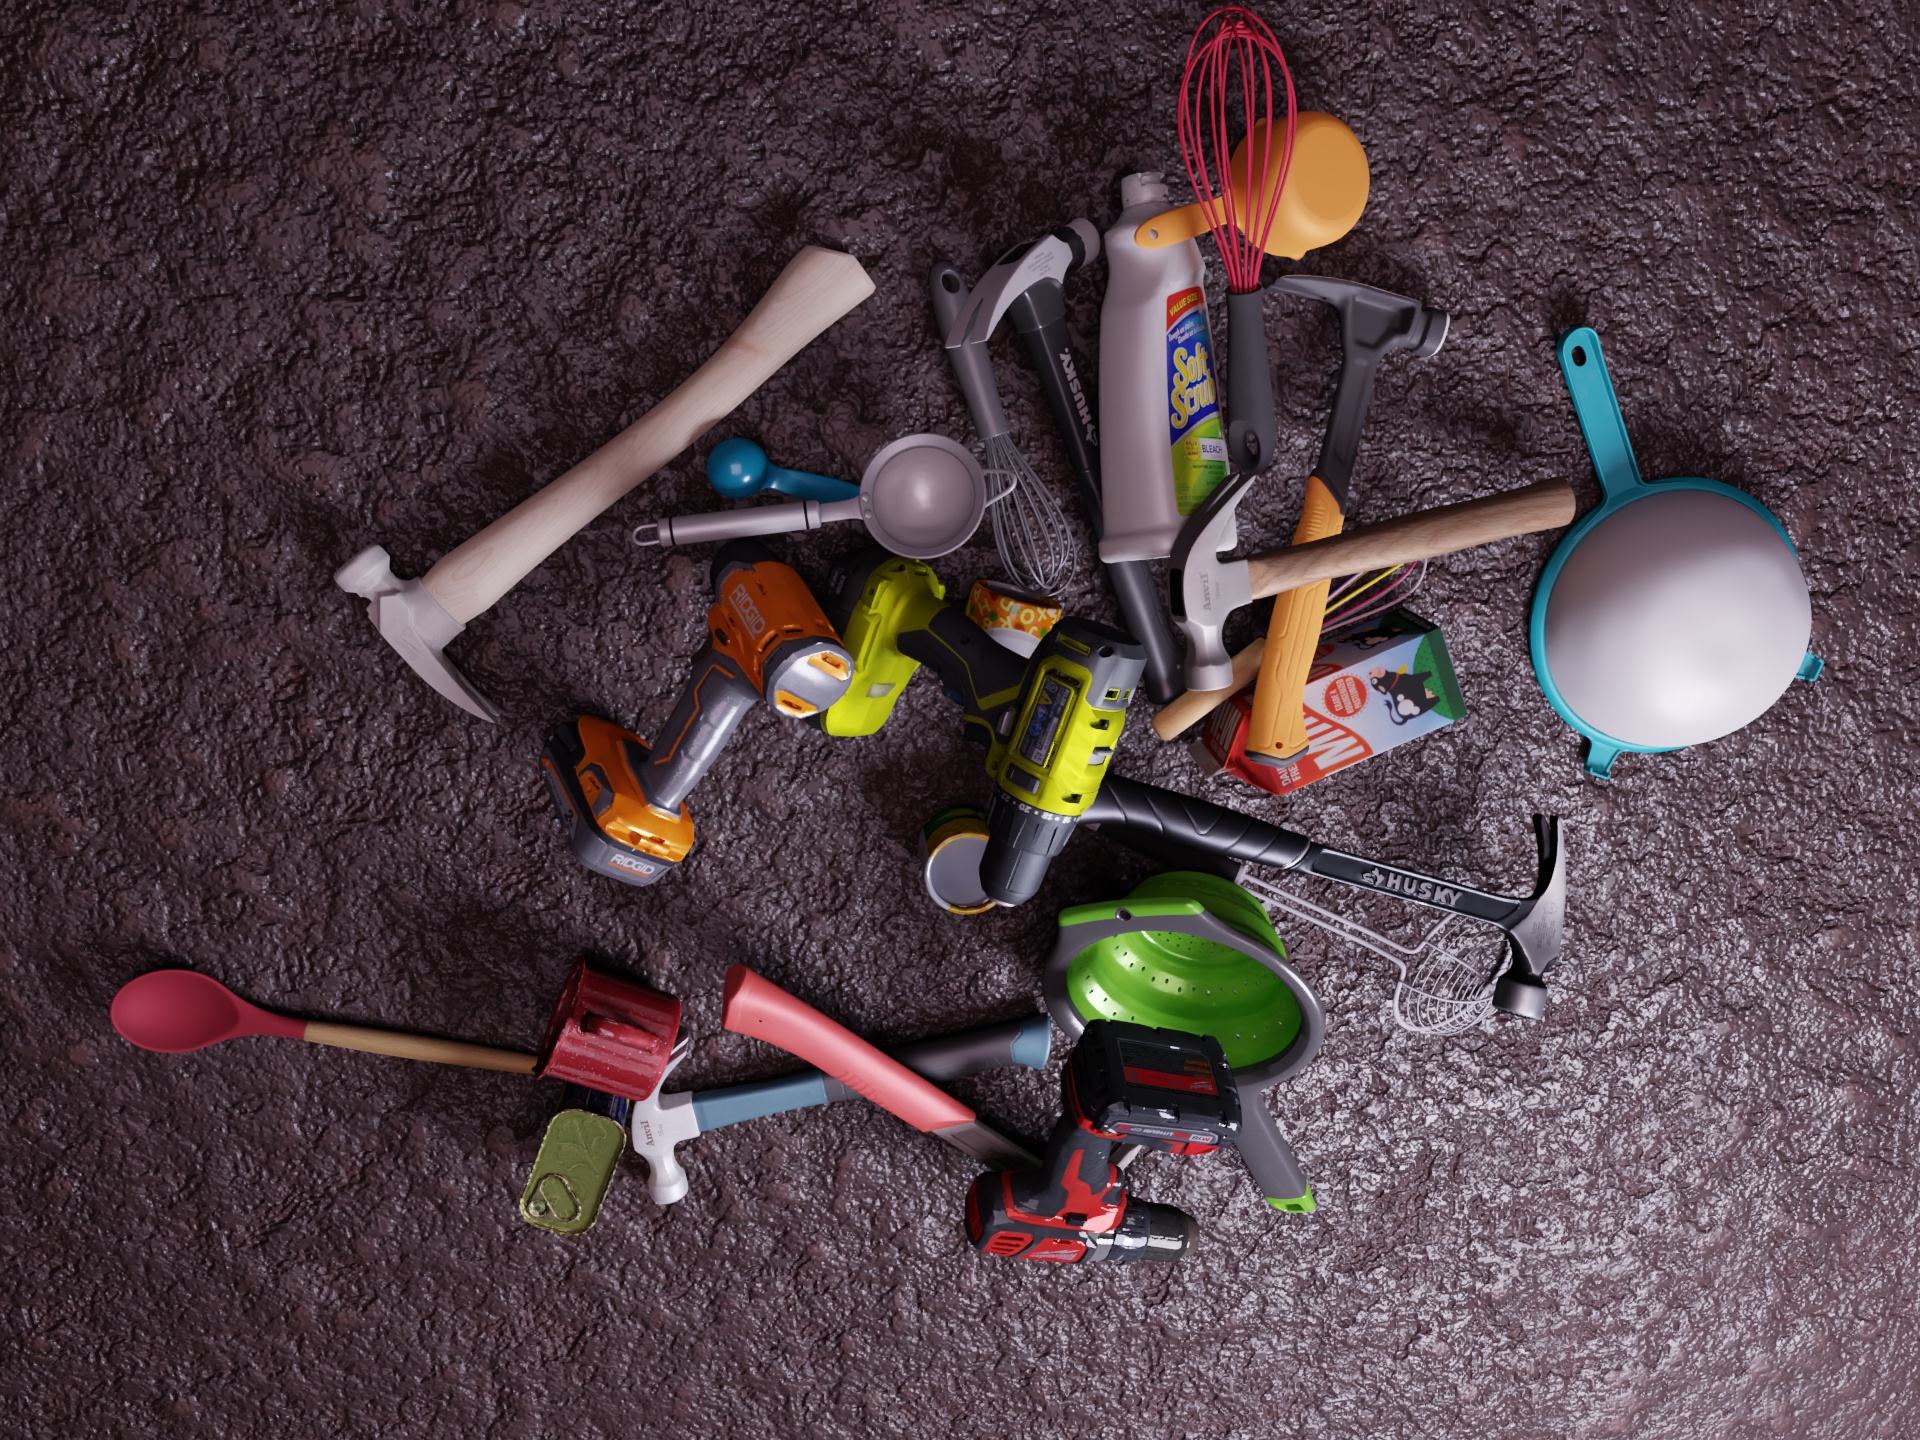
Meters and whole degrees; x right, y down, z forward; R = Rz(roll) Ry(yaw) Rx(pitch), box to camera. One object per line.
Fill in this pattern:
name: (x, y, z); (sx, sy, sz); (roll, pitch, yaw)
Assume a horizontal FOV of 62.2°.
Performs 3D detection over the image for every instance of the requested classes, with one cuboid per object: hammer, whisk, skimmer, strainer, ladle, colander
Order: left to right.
ladle: (-0.459, 0.233, 1.181); (0.315, 0.031, 0.069); (12, 107, -11)
hammer: (-0.221, -0.170, 1.082); (0.410, 0.038, 0.146); (-37, 107, 5)
strainer: (-0.091, -0.140, 1.067); (0.258, 0.050, 0.087); (-7, 82, -2)
hammer: (-0.090, 0.279, 1.226); (0.331, 0.033, 0.128); (-12, 108, -2)
hammer: (-0.029, 0.278, 1.191); (0.358, 0.037, 0.149); (39, 105, -26)
whisk: (0.026, -0.199, 1.093); (0.055, 0.055, 0.239); (-19, 102, 0)
hammer: (0.092, -0.159, 1.088); (0.146, 0.035, 0.334); (-42, 120, -38)
colander: (0.202, 0.236, 1.215); (0.204, 0.095, 0.396); (-9, 130, 28)
whisk: (0.177, -0.289, 0.995); (0.073, 0.073, 0.295); (-11, 123, -2)
whisk: (0.238, -0.065, 1.134); (0.245, 0.047, 0.051); (-36, 126, -2)
skimmer: (0.265, 0.136, 1.221); (0.363, 0.090, 0.127); (24, 107, -1)
hammer: (0.240, -0.135, 1.094); (0.127, 0.034, 0.337); (13, 89, -9)
hammer: (0.254, 0.094, 1.122); (0.408, 0.036, 0.149); (17, 86, -15)
hammer: (0.282, -0.120, 1.068); (0.331, 0.031, 0.130); (-15, 105, -23)
strainer: (0.506, -0.120, 1.135); (0.211, 0.095, 0.340); (-26, 108, 2)

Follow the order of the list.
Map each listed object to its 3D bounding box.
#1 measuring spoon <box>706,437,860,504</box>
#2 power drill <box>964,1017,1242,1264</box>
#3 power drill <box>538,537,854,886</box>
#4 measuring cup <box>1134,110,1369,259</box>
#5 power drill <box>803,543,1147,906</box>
measuring spoon: (-0.110, -0.159, 1.087); (0.128, 0.021, 0.042); (12, 112, -24)
power drill: (0.124, 0.327, 1.169); (0.187, 0.080, 0.226); (13, 128, -18)
power drill: (-0.184, -0.016, 1.082); (0.226, 0.164, 0.084); (-45, 139, 14)
measuring cup: (0.192, -0.338, 1.029); (0.173, 0.052, 0.095); (-26, 106, -25)
power drill: (-0.002, -0.003, 1.059); (0.229, 0.080, 0.190); (30, 107, 32)
